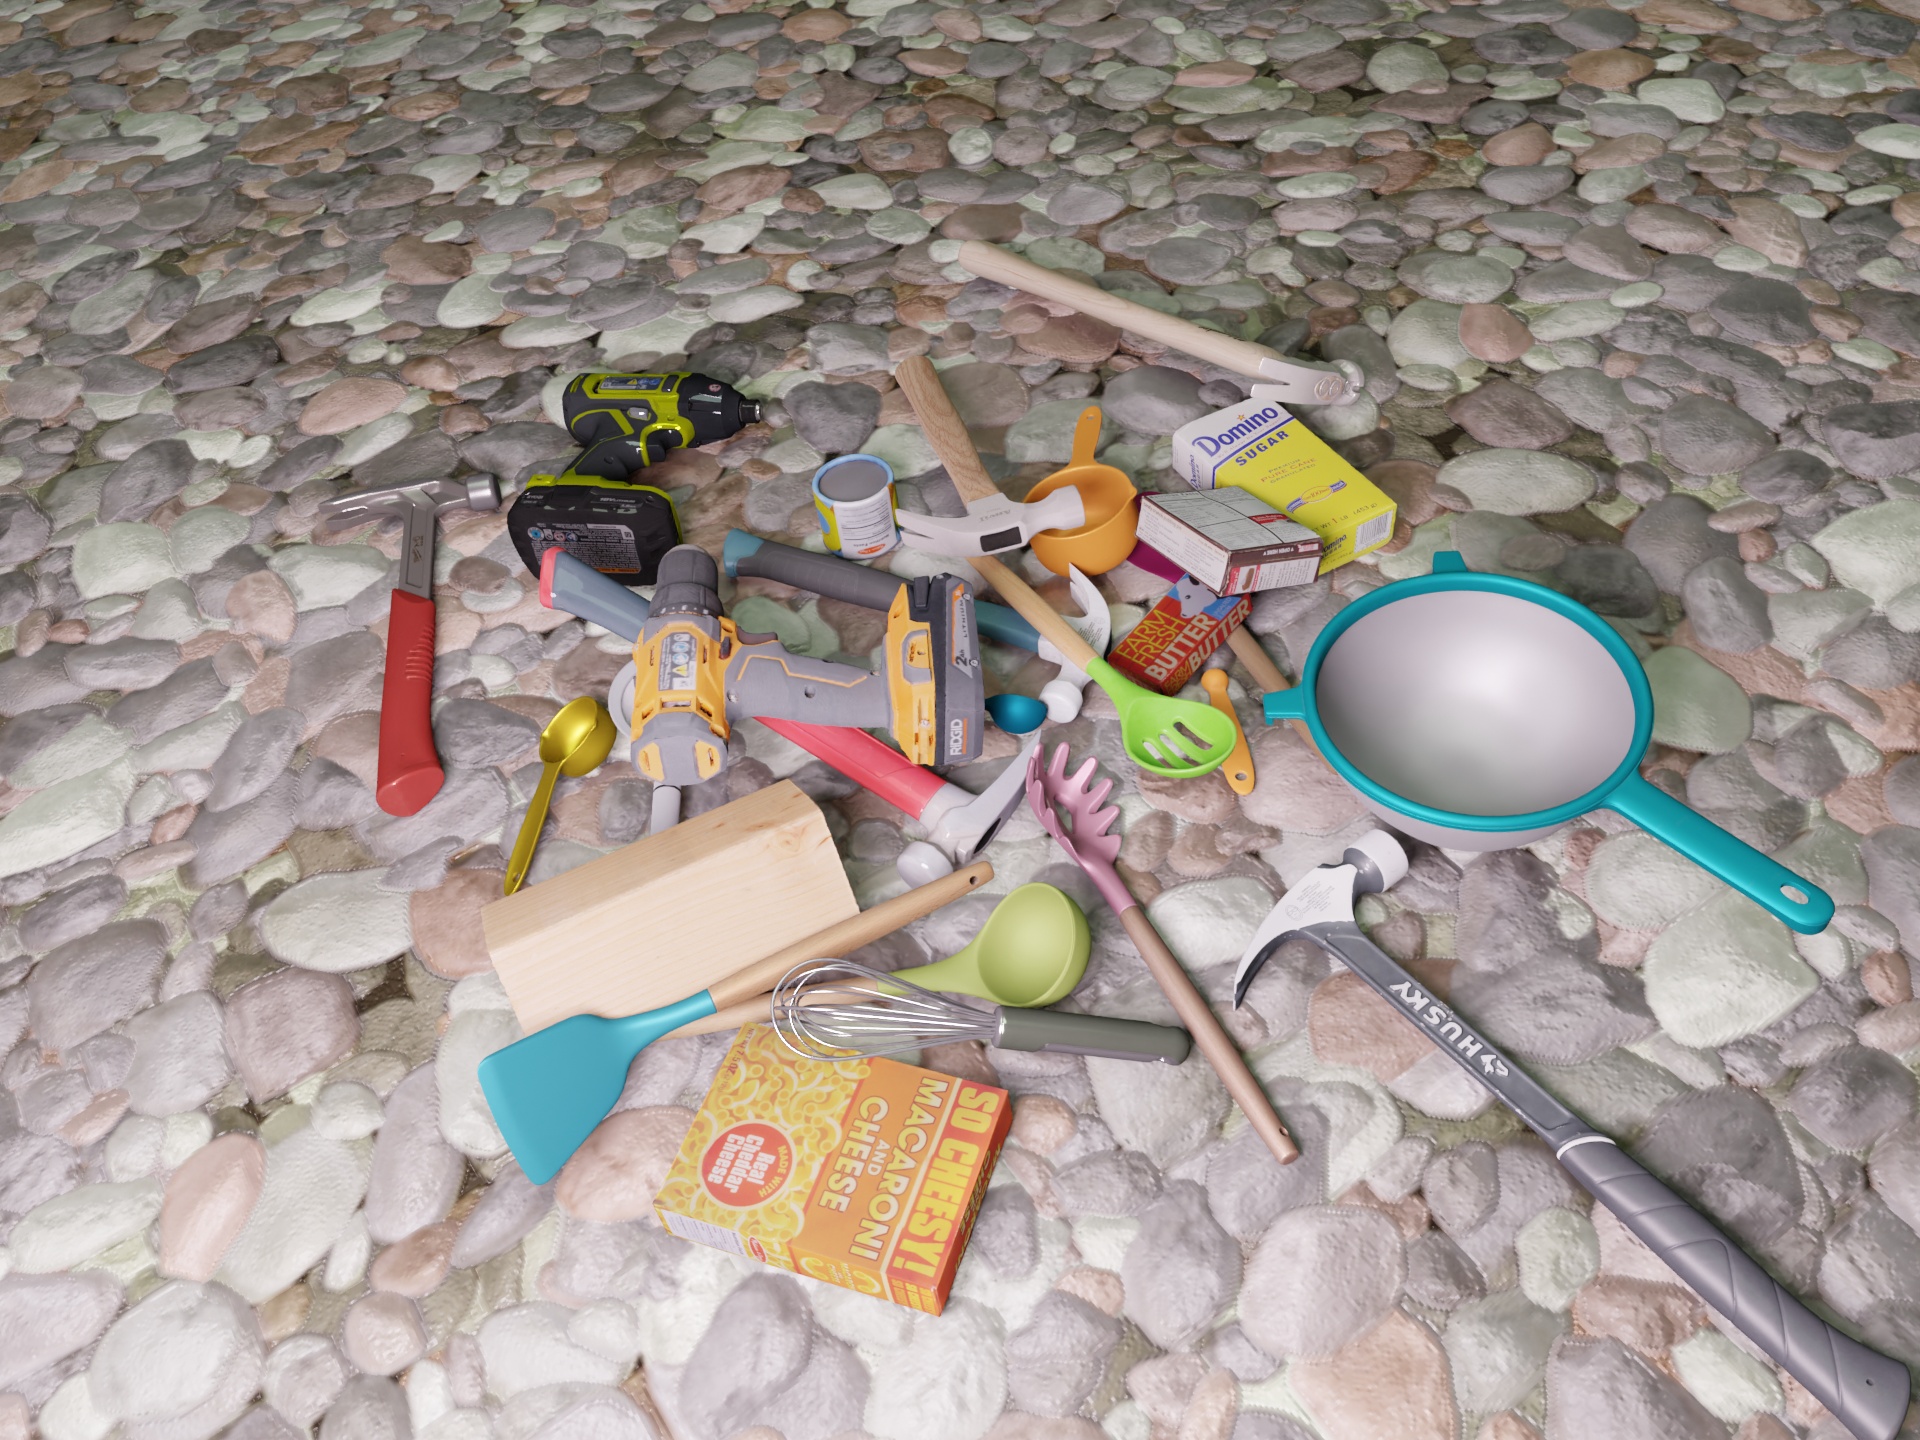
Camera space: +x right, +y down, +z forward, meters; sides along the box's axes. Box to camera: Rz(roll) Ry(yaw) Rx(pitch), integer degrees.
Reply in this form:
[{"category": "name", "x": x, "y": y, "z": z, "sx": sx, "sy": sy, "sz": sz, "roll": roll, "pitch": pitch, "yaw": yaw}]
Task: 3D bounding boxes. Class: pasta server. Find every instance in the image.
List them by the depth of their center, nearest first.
[{"category": "pasta server", "x": 0.120, "y": 0.133, "z": 0.975, "sx": 0.060, "sy": 0.040, "sz": 0.317, "roll": 0, "pitch": 41, "yaw": -34}]

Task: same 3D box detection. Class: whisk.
[{"category": "whisk", "x": 0.013, "y": 0.176, "z": 0.915, "sx": 0.246, "sy": 0.057, "sz": 0.059, "roll": 8, "pitch": 68, "yaw": -8}]

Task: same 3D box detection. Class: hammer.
[{"category": "hammer", "x": 0.322, "y": 0.223, "z": 0.869, "sx": 0.149, "sy": 0.036, "sz": 0.409, "roll": -32, "pitch": 52, "yaw": -19}, {"category": "hammer", "x": -0.132, "y": -0.029, "z": 1.109, "sx": 0.386, "sy": 0.038, "sz": 0.143, "roll": 31, "pitch": 56, "yaw": 17}, {"category": "hammer", "x": -0.040, "y": -0.092, "z": 1.207, "sx": 0.331, "sy": 0.033, "sz": 0.128, "roll": 17, "pitch": 52, "yaw": 21}, {"category": "hammer", "x": -0.435, "y": -0.068, "z": 1.234, "sx": 0.149, "sy": 0.036, "sz": 0.359, "roll": -12, "pitch": 47, "yaw": -3}, {"category": "hammer", "x": -0.008, "y": -0.221, "z": 1.280, "sx": 0.130, "sy": 0.031, "sz": 0.332, "roll": -17, "pitch": 36, "yaw": -4}, {"category": "hammer", "x": 0.145, "y": -0.355, "z": 1.391, "sx": 0.411, "sy": 0.038, "sz": 0.146, "roll": 31, "pitch": 26, "yaw": 35}]

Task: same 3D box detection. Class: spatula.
[{"category": "spatula", "x": -0.117, "y": 0.156, "z": 0.924, "sx": 0.317, "sy": 0.082, "sz": 0.044, "roll": -25, "pitch": 16, "yaw": -14}]

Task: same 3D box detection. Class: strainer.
[{"category": "strainer", "x": 0.368, "y": 0.043, "z": 0.990, "sx": 0.211, "sy": 0.095, "sz": 0.341, "roll": -37, "pitch": 56, "yaw": -21}, {"category": "strainer", "x": -0.203, "y": 0.042, "z": 1.098, "sx": 0.087, "sy": 0.050, "sz": 0.259, "roll": -1, "pitch": 51, "yaw": -5}]

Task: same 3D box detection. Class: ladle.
[{"category": "ladle", "x": -0.078, "y": 0.161, "z": 0.964, "sx": 0.320, "sy": 0.062, "sz": 0.078, "roll": -11, "pitch": 54, "yaw": 1}]

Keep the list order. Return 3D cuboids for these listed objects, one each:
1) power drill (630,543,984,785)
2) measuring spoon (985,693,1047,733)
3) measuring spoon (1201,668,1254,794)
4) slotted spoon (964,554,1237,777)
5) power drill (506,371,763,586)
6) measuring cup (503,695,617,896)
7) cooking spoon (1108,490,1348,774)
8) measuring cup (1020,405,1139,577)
[{"category": "power drill", "x": -0.103, "y": -0.047, "z": 1.057, "sx": 0.226, "sy": 0.084, "sz": 0.186, "roll": -3, "pitch": 50, "yaw": -4}, {"category": "measuring spoon", "x": -0.002, "y": -0.004, "z": 1.126, "sx": 0.128, "sy": 0.042, "sz": 0.021, "roll": 3, "pitch": 70, "yaw": 20}, {"category": "measuring spoon", "x": 0.186, "y": 0.005, "z": 1.102, "sx": 0.021, "sy": 0.011, "sz": 0.117, "roll": -7, "pitch": 47, "yaw": 1}, {"category": "slotted spoon", "x": 0.081, "y": -0.053, "z": 1.116, "sx": 0.070, "sy": 0.031, "sz": 0.314, "roll": -30, "pitch": 50, "yaw": -17}, {"category": "power drill", "x": -0.268, "y": -0.212, "z": 1.320, "sx": 0.171, "sy": 0.080, "sz": 0.223, "roll": 3, "pitch": 45, "yaw": 10}, {"category": "measuring cup", "x": -0.280, "y": 0.056, "z": 1.108, "sx": 0.062, "sy": 0.029, "sz": 0.157, "roll": -10, "pitch": 54, "yaw": 38}, {"category": "cooking spoon", "x": 0.195, "y": -0.071, "z": 1.167, "sx": 0.069, "sy": 0.017, "sz": 0.319, "roll": -27, "pitch": 49, "yaw": -4}, {"category": "measuring cup", "x": 0.101, "y": -0.180, "z": 1.252, "sx": 0.095, "sy": 0.052, "sz": 0.174, "roll": -6, "pitch": 43, "yaw": 18}]
